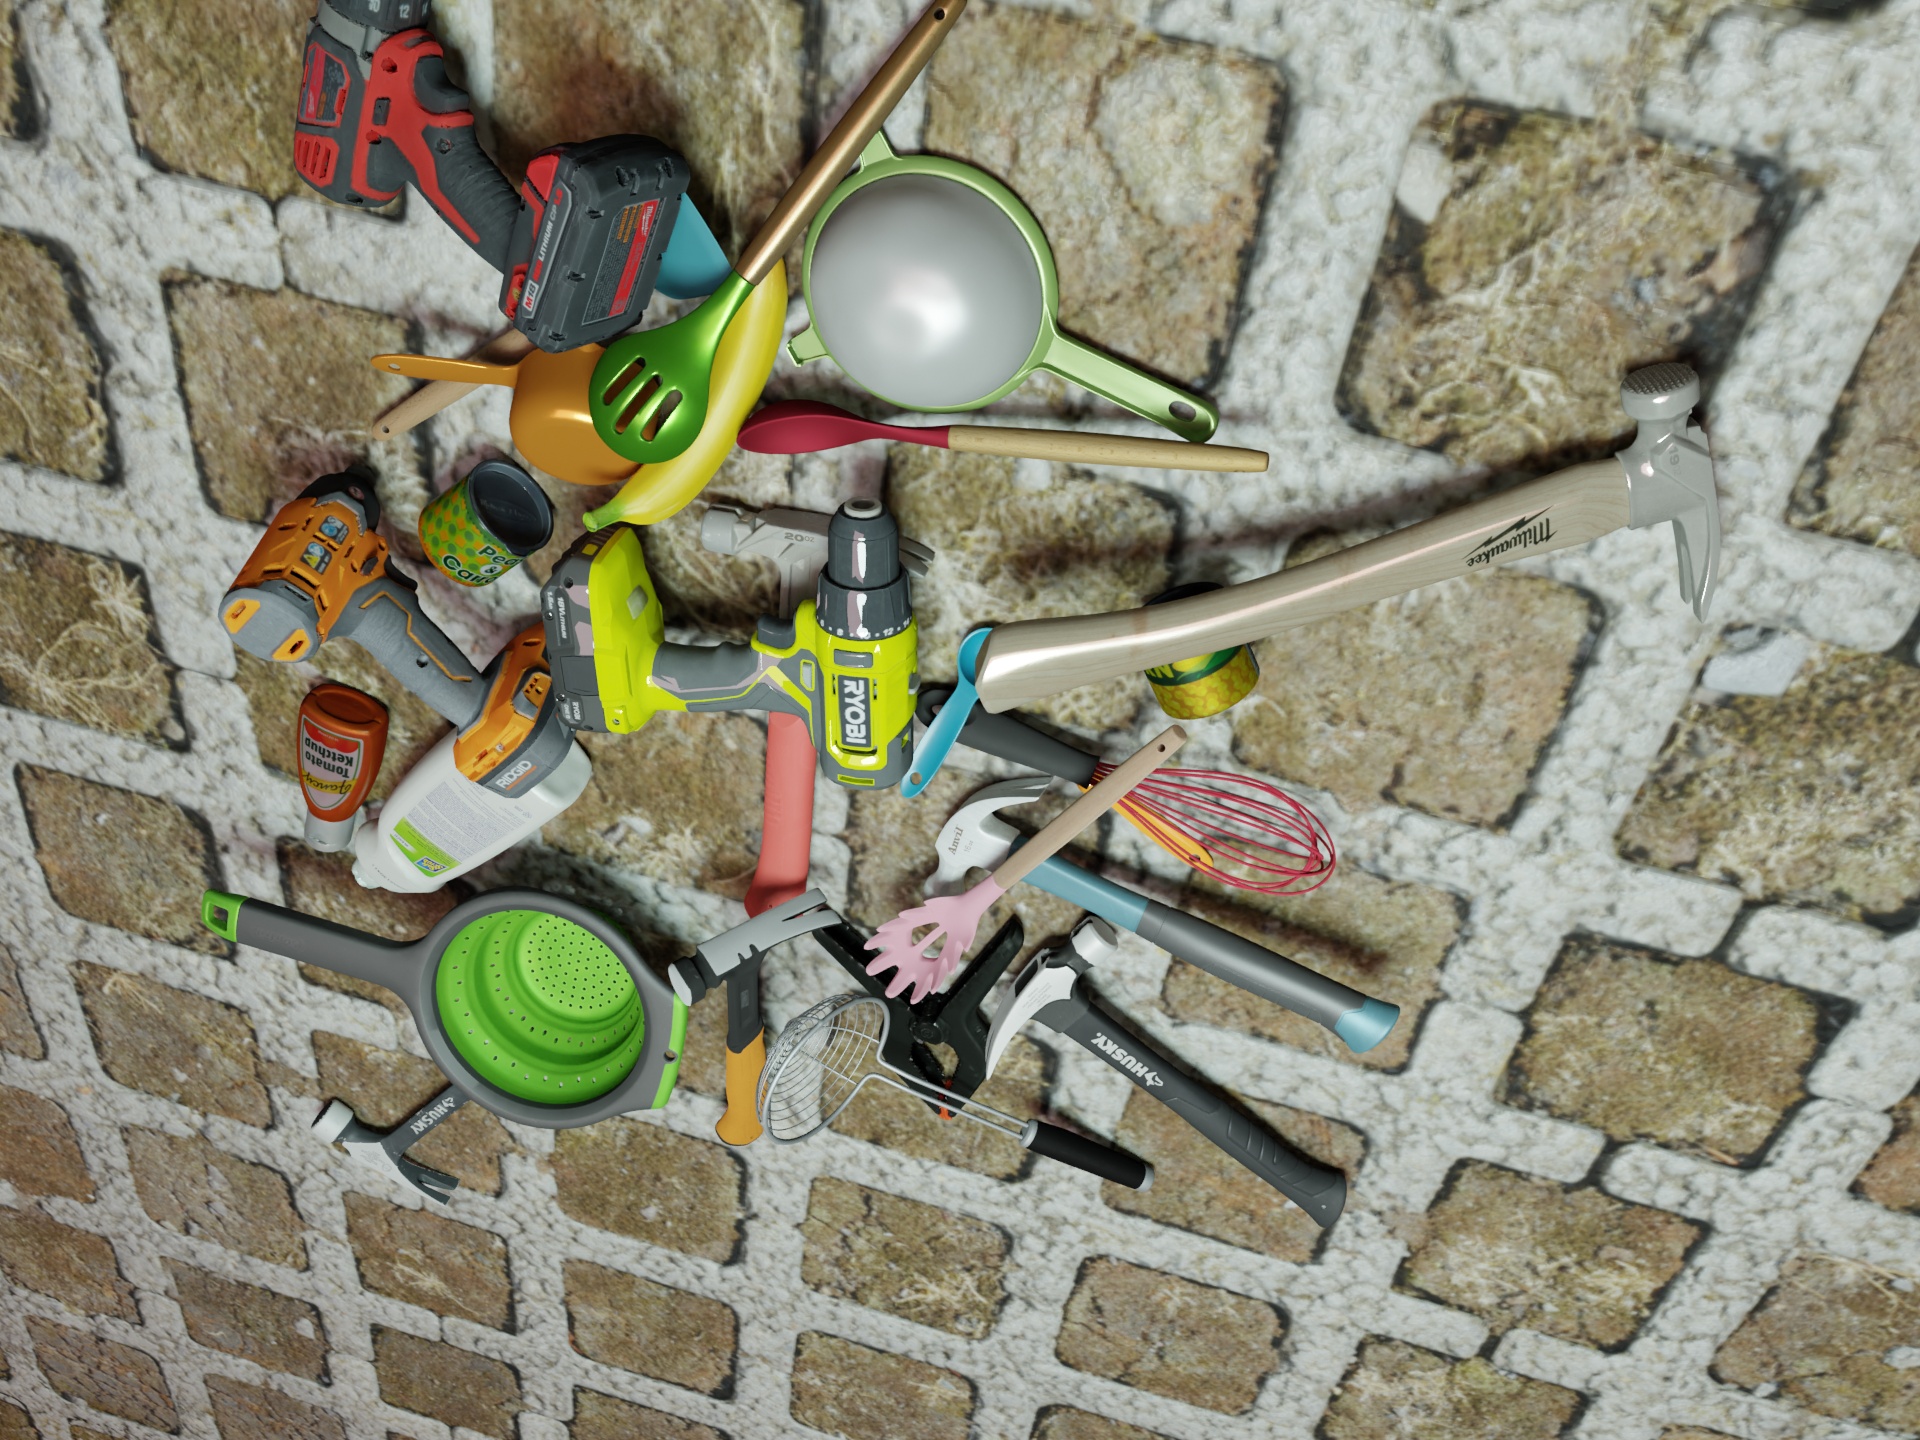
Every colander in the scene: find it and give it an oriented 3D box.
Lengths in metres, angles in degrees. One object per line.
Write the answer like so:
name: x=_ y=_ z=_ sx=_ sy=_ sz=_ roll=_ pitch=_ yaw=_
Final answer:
colander: x=-0.397 y=0.188 z=1.263 sx=0.397 sy=0.094 sz=0.204 roll=16 pitch=110 yaw=4

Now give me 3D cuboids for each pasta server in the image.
pasta server: x=0.040 y=0.096 z=1.056 sx=0.060 sy=0.040 sz=0.316 roll=49 pitch=128 yaw=3

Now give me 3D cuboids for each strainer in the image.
strainer: x=0.023 y=-0.206 z=0.881 sx=0.256 sy=0.069 sz=0.151 roll=25 pitch=129 yaw=0

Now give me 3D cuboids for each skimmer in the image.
skimmer: x=0.010 y=0.308 z=1.208 sx=0.363 sy=0.090 sz=0.127 roll=27 pitch=96 yaw=-21

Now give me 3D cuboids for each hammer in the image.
hammer: x=0.208 y=-0.068 z=0.891 sx=0.410 sy=0.038 sz=0.146 roll=-16 pitch=120 yaw=11
hammer: x=-0.163 y=0.252 z=1.254 sx=0.034 sy=0.127 sz=0.336 roll=51 pitch=152 yaw=27
hammer: x=0.137 y=0.141 z=1.089 sx=0.331 sy=0.033 sz=0.128 roll=25 pitch=121 yaw=11
hammer: x=0.168 y=0.291 z=1.211 sx=0.334 sy=0.035 sz=0.146 roll=38 pitch=110 yaw=-16
hammer: x=-0.108 y=0.018 z=1.108 sx=0.149 sy=0.037 sz=0.358 roll=13 pitch=128 yaw=7
hammer: x=-0.437 y=0.332 z=1.441 sx=0.149 sy=0.036 sz=0.409 roll=42 pitch=126 yaw=-16

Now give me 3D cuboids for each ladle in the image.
ladle: x=0.019 y=-0.161 z=0.918 sx=0.315 sy=0.069 sz=0.031 roll=7 pitch=88 yaw=16

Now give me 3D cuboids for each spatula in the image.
spatula: x=-0.262 y=-0.235 z=0.964 sx=0.317 sy=0.044 sz=0.082 roll=-22 pitch=112 yaw=30

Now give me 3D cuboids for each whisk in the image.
whisk: x=0.106 y=0.041 z=1.049 sx=0.296 sy=0.073 sz=0.073 roll=22 pitch=129 yaw=7

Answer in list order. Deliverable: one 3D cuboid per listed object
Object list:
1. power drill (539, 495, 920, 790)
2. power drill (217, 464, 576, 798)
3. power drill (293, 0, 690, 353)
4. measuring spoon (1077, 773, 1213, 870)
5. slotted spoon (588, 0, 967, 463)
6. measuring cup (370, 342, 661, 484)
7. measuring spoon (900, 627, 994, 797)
power drill: x=-0.137 y=-0.057 z=0.994 sx=0.228 sy=0.080 sz=0.190 roll=7 pitch=125 yaw=9
power drill: x=-0.357 y=-0.067 z=1.062 sx=0.226 sy=0.164 sz=0.084 roll=37 pitch=128 yaw=-27
power drill: x=-0.258 y=-0.326 z=0.852 sx=0.227 sy=0.080 sz=0.187 roll=38 pitch=127 yaw=11
measuring spoon: x=0.127 y=0.071 z=1.090 sx=0.117 sy=0.011 sz=0.021 roll=35 pitch=127 yaw=-10
slotted spoon: x=-0.102 y=-0.261 z=0.855 sx=0.070 sy=0.031 sz=0.313 roll=41 pitch=109 yaw=-5
measuring cup: x=-0.270 y=-0.186 z=0.959 sx=0.173 sy=0.052 sz=0.095 roll=6 pitch=155 yaw=-8
measuring spoon: x=-0.002 y=-0.003 z=1.042 sx=0.042 sy=0.021 sz=0.128 roll=35 pitch=104 yaw=15
